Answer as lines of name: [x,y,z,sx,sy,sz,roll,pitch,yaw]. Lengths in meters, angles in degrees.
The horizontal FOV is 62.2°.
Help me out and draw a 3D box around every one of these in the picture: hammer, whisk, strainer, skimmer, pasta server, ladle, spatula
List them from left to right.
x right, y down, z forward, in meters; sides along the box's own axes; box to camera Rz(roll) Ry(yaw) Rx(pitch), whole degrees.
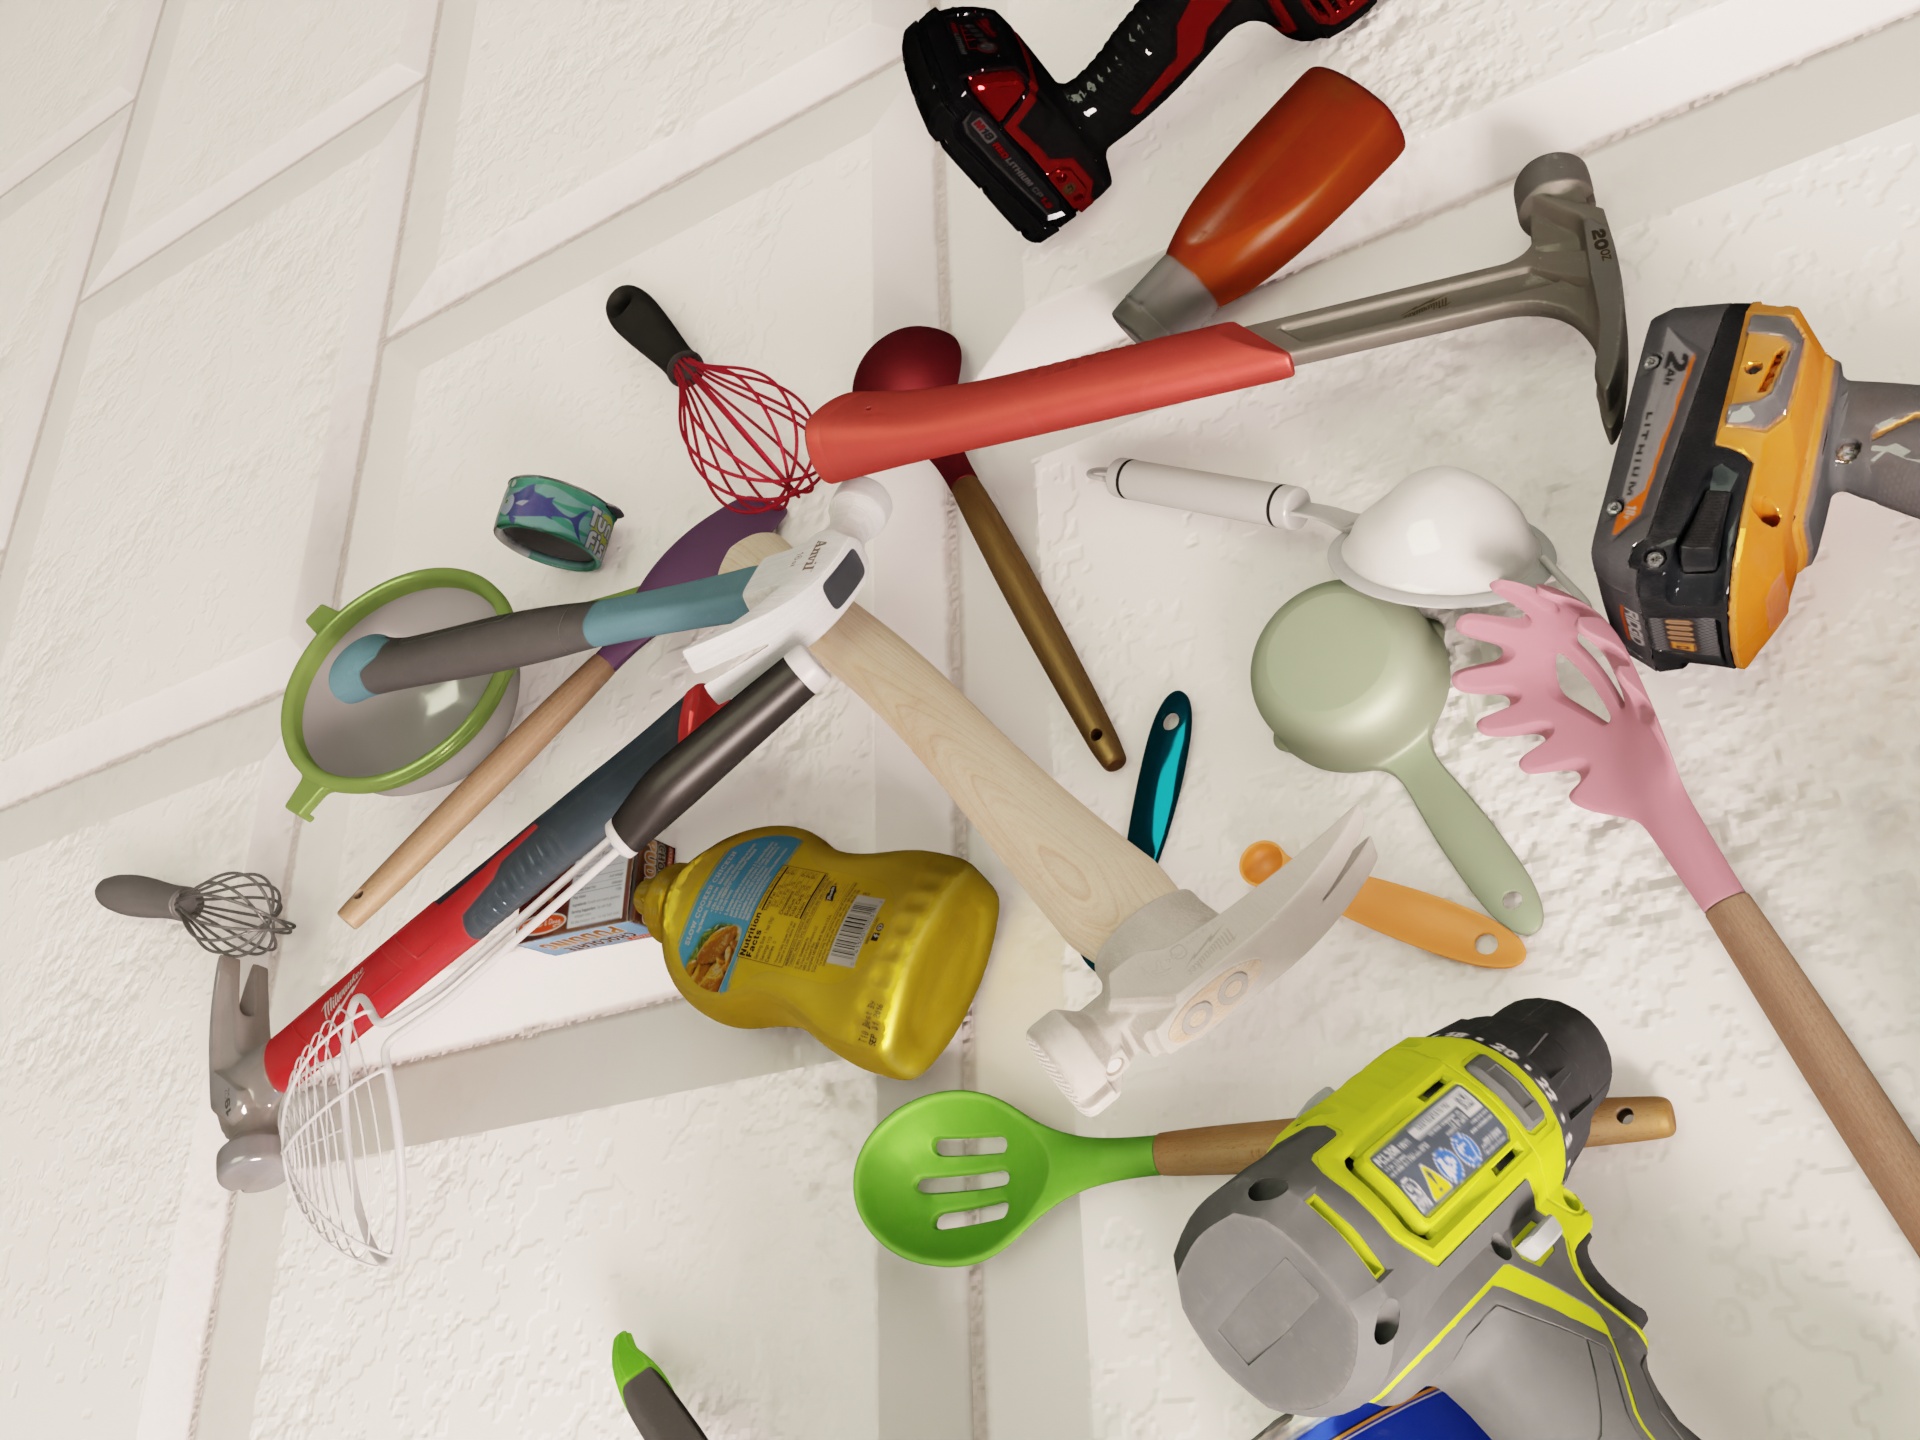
whisk: [-0.500,0.119,1.020,0.239,0.055,0.055,0,68,40]
hammer: [-0.265,0.092,0.836,0.386,0.038,0.143,-37,50,18]
strainer: [-0.264,-0.026,0.925,0.256,0.069,0.152,-16,55,8]
skimmer: [-0.186,0.107,0.748,0.363,0.090,0.127,-42,47,3]
spatula: [-0.206,-0.013,0.838,0.060,0.018,0.316,21,61,39]
hammer: [-0.195,-0.048,0.816,0.331,0.033,0.128,-8,39,27]
whisk: [-0.155,-0.198,0.929,0.073,0.073,0.296,-48,44,6]
hammer: [-0.001,-0.002,0.706,0.146,0.038,0.411,-37,41,-9]
ladle: [0.011,-0.097,0.782,0.069,0.031,0.316,-35,54,13]
hammer: [0.095,-0.147,0.693,0.359,0.036,0.149,-9,51,22]
strainer: [0.143,-0.089,0.667,0.087,0.050,0.259,-29,31,-31]
pasta server: [0.253,0.083,0.505,0.060,0.040,0.317,-60,43,47]

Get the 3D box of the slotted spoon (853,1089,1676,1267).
slotted spoon: [0.099,0.163,0.594,0.314,0.031,0.070,-13,61,27]

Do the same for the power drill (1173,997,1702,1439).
power drill: [0.189,0.180,0.430,0.229,0.190,0.080,46,129,24]

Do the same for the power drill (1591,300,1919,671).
power drill: [0.325,-0.048,0.500,0.226,0.084,0.185,9,70,33]

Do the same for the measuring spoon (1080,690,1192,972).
measuring spoon: [0.075,0.044,0.669,0.042,0.021,0.129,4,72,36]

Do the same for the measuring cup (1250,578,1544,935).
measuring cup: [0.169,0.011,0.609,0.083,0.038,0.168,-38,50,14]

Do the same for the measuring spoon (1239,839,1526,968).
measuring spoon: [0.160,0.071,0.608,0.117,0.011,0.021,19,77,36]

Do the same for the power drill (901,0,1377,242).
power drill: [0.086,-0.350,0.778,0.219,0.143,0.079,-31,51,22]

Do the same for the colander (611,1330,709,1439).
colander: [-0.015,0.307,0.558,0.094,0.204,0.397,-31,27,-23]
